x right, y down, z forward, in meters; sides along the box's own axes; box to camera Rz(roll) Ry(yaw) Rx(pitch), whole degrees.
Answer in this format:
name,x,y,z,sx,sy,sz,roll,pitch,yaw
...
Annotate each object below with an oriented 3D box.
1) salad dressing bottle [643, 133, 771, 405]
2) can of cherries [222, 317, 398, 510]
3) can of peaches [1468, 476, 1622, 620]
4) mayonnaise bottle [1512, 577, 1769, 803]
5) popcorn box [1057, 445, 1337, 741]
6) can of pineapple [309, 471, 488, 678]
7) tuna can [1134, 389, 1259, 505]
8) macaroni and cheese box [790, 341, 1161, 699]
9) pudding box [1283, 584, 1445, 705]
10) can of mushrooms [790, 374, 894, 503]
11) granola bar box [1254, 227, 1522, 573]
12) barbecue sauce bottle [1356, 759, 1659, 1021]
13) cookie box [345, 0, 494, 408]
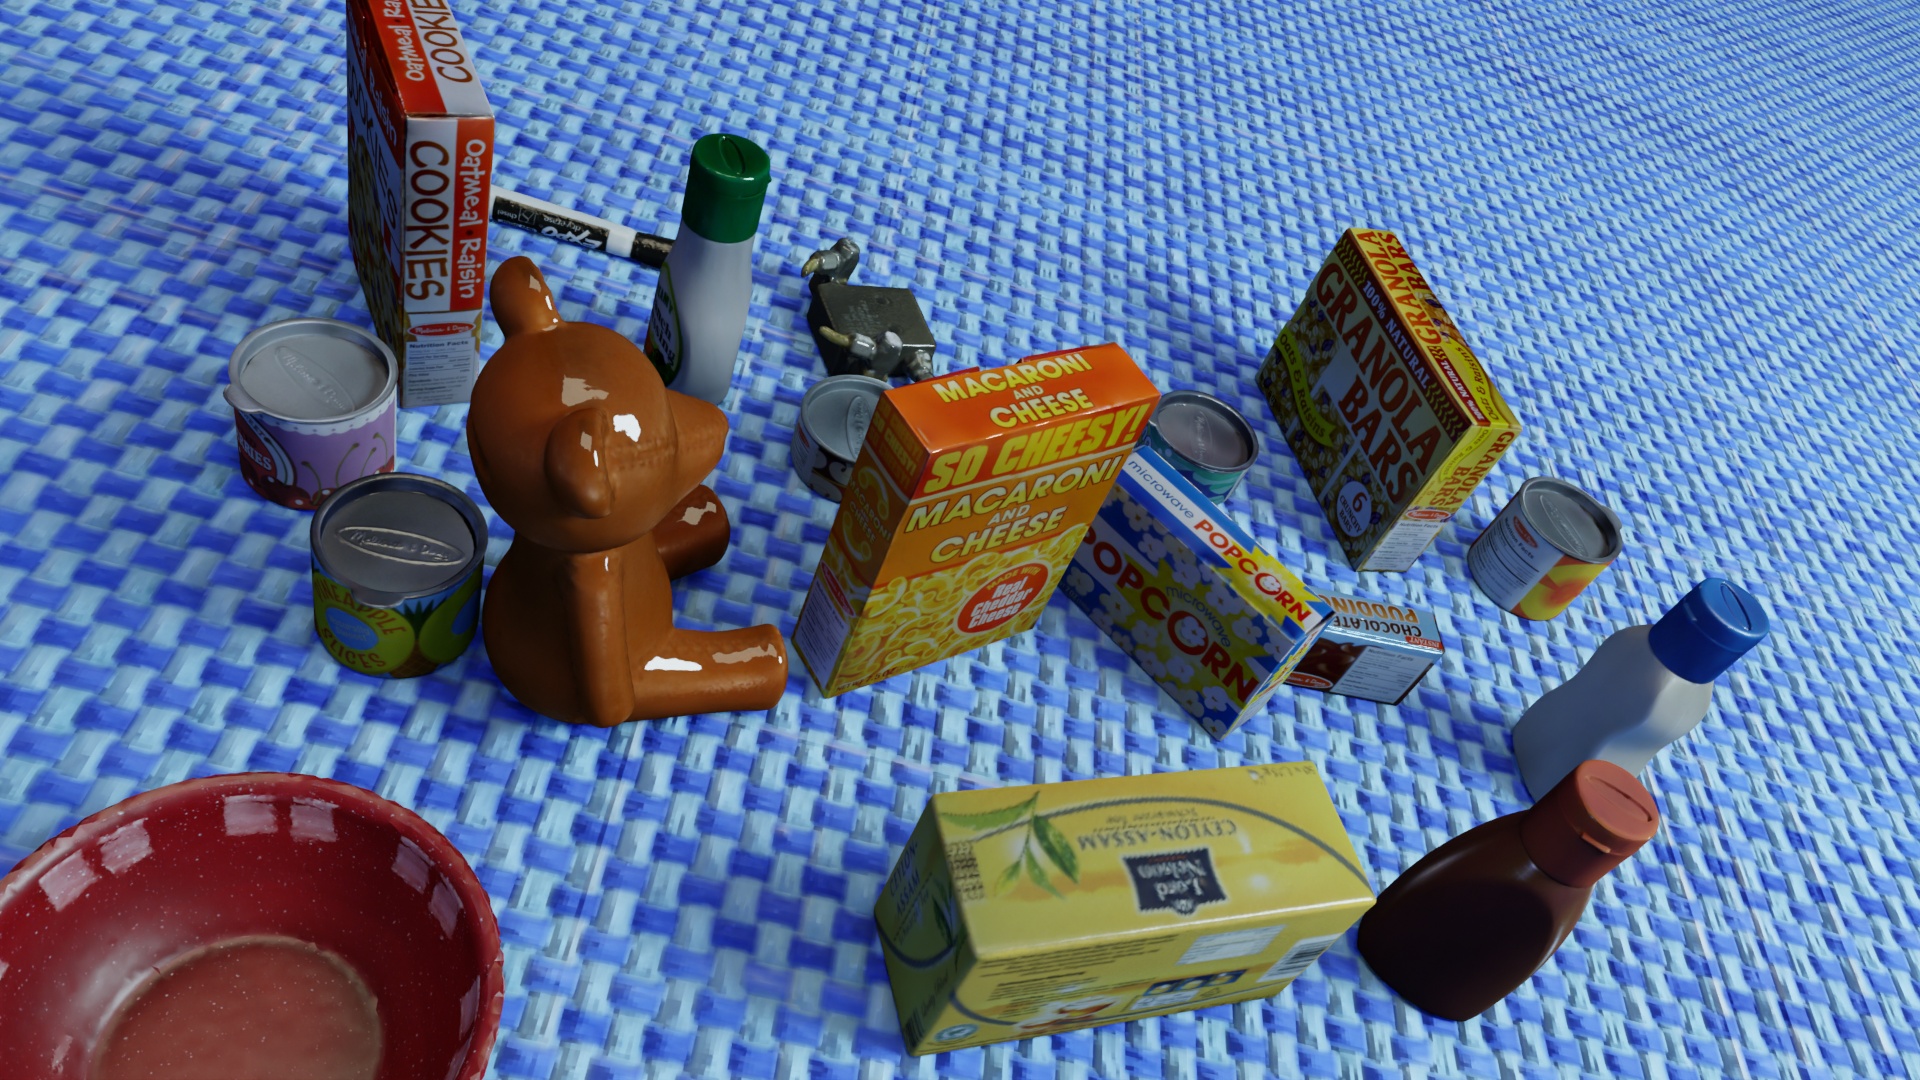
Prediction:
name,x,y,z,sx,sy,sz,roll,pitch,yaw
salad dressing bottle,-0.126,-0.130,0.686,0.044,0.146,0.064,-4,52,-26
can of cherries,-0.286,-0.055,0.613,0.071,0.058,0.072,12,46,-13
can of peaches,0.347,0.005,0.823,0.071,0.057,0.071,12,46,-13
mayonnaise bottle,0.334,0.078,0.687,0.041,0.147,0.065,10,46,-14
popcorn box,0.110,0.025,0.686,0.127,0.084,0.038,44,48,19
can of pineapple,-0.232,0.016,0.571,0.071,0.057,0.071,12,46,-13
tuna can,0.134,-0.054,0.806,0.071,0.032,0.071,12,46,-13
macaroni and cheese box,0.002,-0.008,0.614,0.124,0.165,0.040,-16,58,-33
pudding box,0.201,0.055,0.723,0.084,0.049,0.030,12,46,-13
can of mushrooms,-0.052,-0.052,0.726,0.071,0.033,0.071,12,46,-13
granola bar box,0.242,-0.083,0.814,0.039,0.123,0.166,1,49,-22
barbecue sauce bottle,0.229,0.146,0.580,0.065,0.147,0.044,34,46,10
cookie box,-0.257,-0.165,0.649,0.040,0.166,0.123,-10,54,-30
